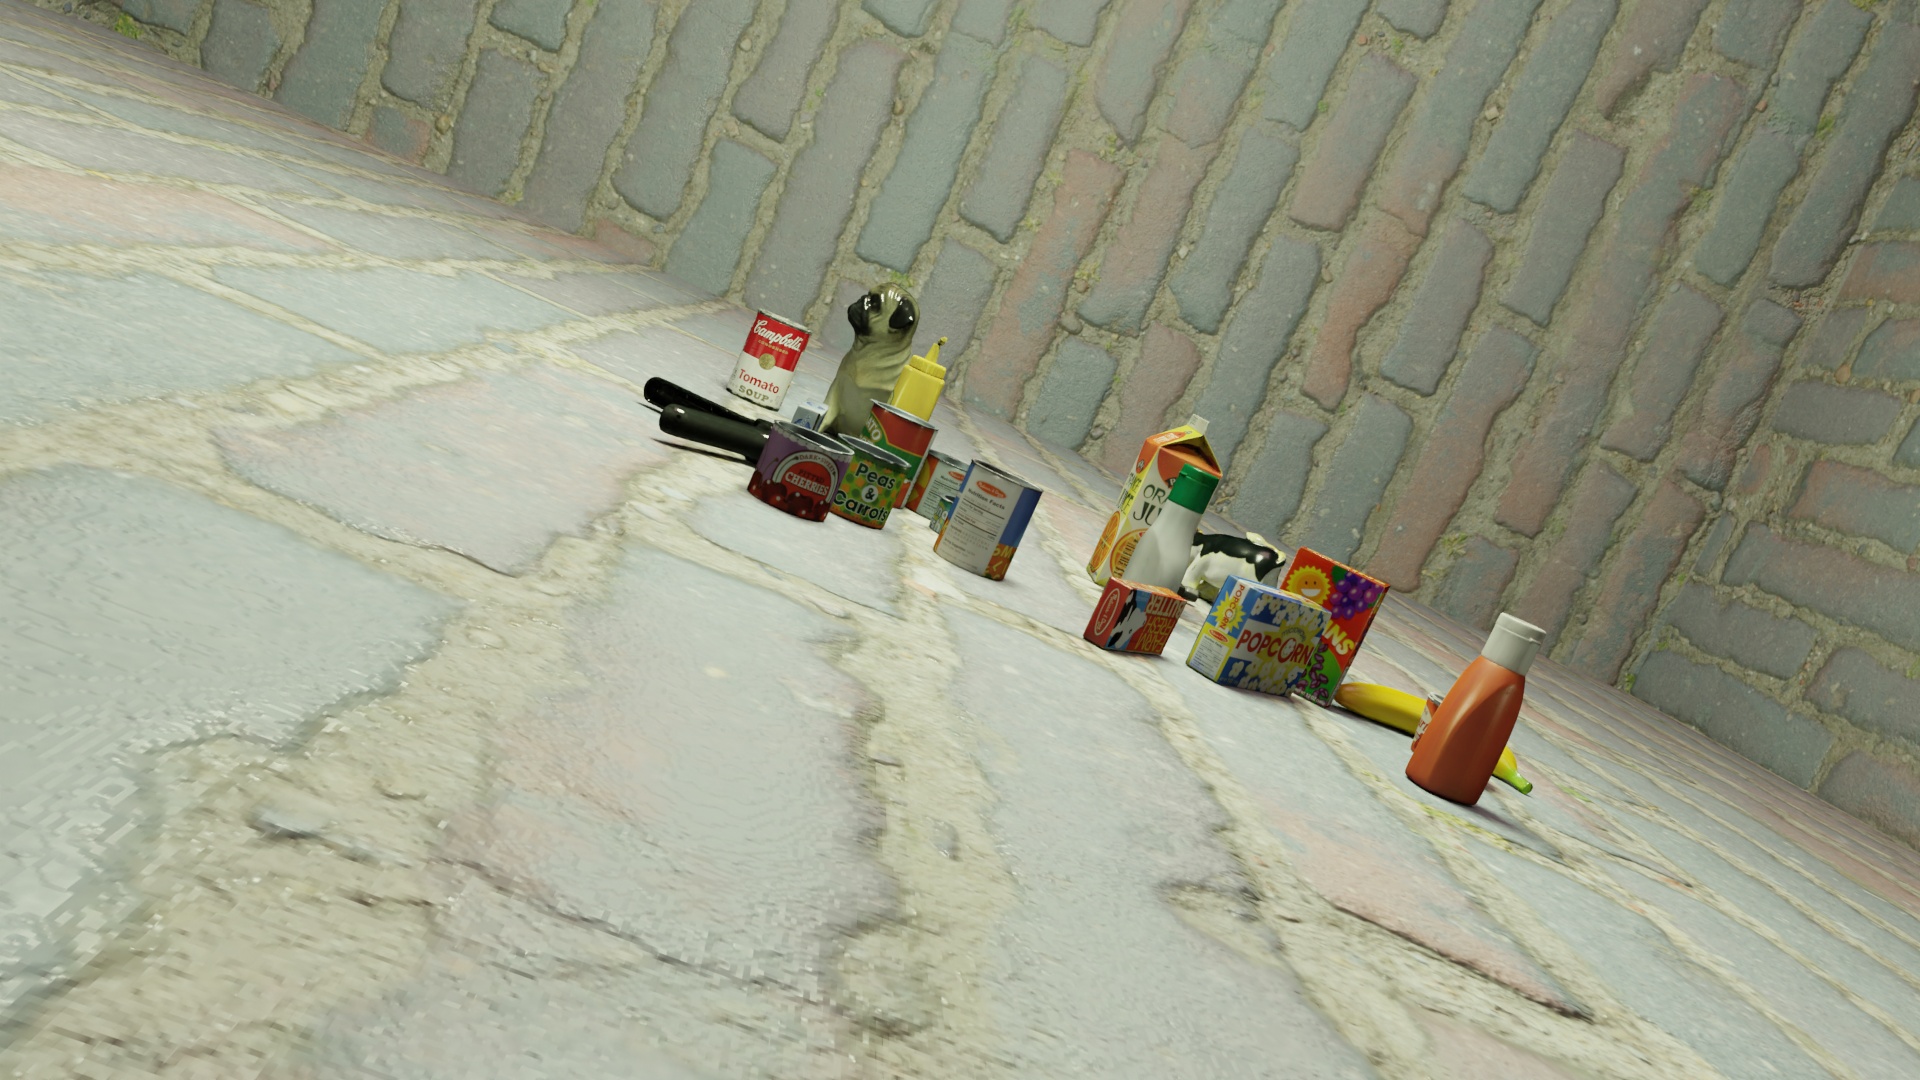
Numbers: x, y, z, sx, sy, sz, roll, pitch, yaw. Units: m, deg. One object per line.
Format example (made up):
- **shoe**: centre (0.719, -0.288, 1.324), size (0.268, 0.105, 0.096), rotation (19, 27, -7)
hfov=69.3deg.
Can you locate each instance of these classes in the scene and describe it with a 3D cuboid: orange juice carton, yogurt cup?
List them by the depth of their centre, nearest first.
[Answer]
- **yogurt cup**: centre (0.432, 0.172, 1.220), size (0.072, 0.054, 0.072), rotation (24, 8, -3)
- **orange juice carton**: centre (0.202, -0.036, 1.401), size (0.073, 0.192, 0.072), rotation (23, 8, -6)

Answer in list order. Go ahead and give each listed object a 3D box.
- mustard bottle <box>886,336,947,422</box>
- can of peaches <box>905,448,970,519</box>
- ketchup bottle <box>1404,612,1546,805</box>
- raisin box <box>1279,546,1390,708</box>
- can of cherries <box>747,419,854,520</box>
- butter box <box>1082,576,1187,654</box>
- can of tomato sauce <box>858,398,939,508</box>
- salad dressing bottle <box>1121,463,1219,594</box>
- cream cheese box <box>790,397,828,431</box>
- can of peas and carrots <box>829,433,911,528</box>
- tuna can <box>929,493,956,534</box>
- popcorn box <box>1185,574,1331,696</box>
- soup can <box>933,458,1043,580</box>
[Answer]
- **mustard bottle**: centre (-0.053, -0.146, 1.484), size (0.049, 0.160, 0.065), rotation (23, 8, -7)
- **can of peaches**: centre (-0.017, -0.051, 1.343), size (0.071, 0.058, 0.071), rotation (24, 8, -3)
- **ketchup bottle**: centre (0.405, 0.130, 1.080), size (0.065, 0.148, 0.043), rotation (21, 9, -25)
- **raisin box**: centre (0.323, 0.078, 1.263), size (0.086, 0.123, 0.040), rotation (27, 8, 22)
- **can of cherries**: centre (-0.122, -0.053, 1.064), size (0.071, 0.058, 0.071), rotation (24, 8, -3)
- **butter box**: centre (0.139, 0.061, 1.100), size (0.024, 0.053, 0.103), rotation (29, 10, 33)
- **can of tomato sauce**: centre (-0.068, -0.081, 1.303), size (0.071, 0.083, 0.071), rotation (24, 8, -3)
- **salad dressing bottle**: centre (0.196, 0.001, 1.306), size (0.044, 0.147, 0.064), rotation (20, 9, -25)
- **cream cheese box**: centre (-0.150, -0.106, 1.332), size (0.024, 0.053, 0.104), rotation (23, 8, -5)
- **can of peas and carrots**: centre (-0.081, -0.048, 1.146), size (0.071, 0.058, 0.071), rotation (24, 8, -3)
- **tuna can**: centre (0.005, -0.016, 1.274), size (0.071, 0.032, 0.071), rotation (24, 8, -3)
- **popcorn box**: centre (0.254, 0.082, 1.176), size (0.127, 0.085, 0.038), rotation (15, 12, -47)
- **soup can**: centre (0.024, -0.018, 1.162), size (0.071, 0.083, 0.071), rotation (24, 8, -3)
